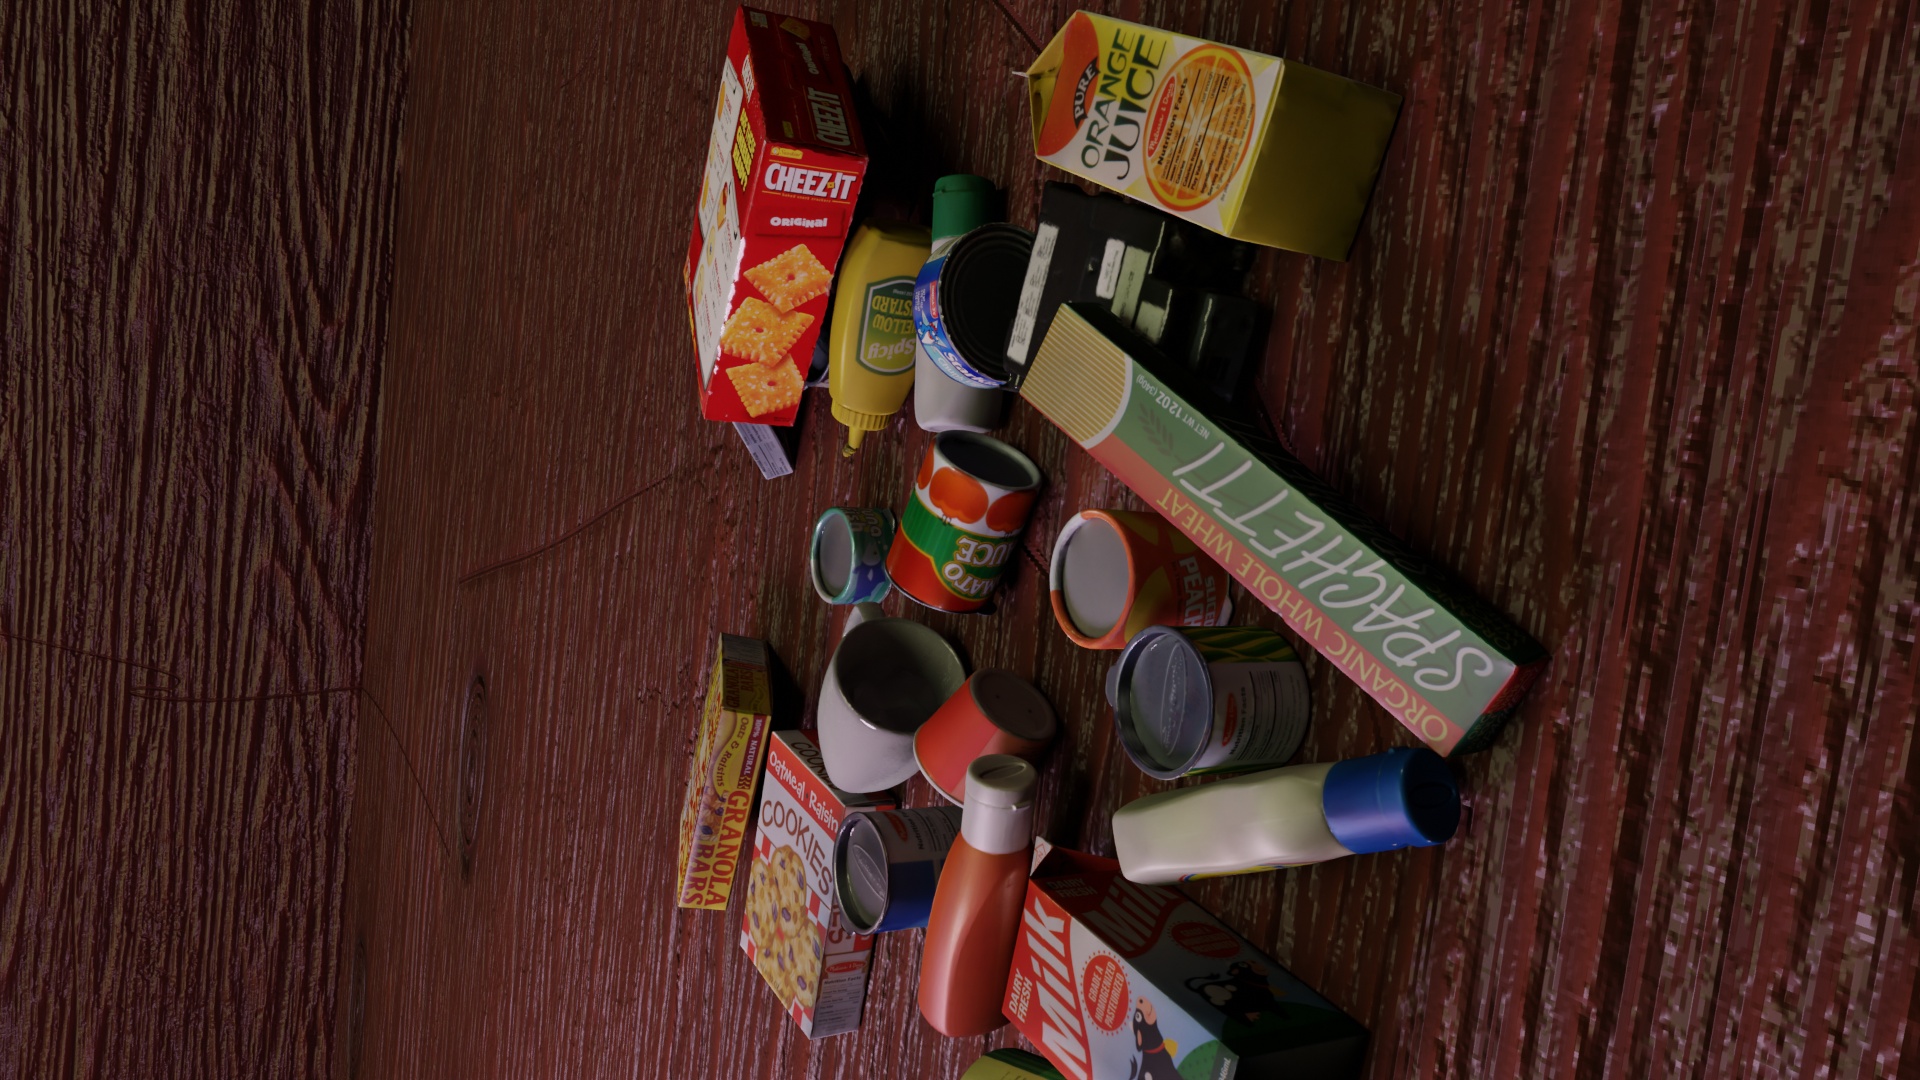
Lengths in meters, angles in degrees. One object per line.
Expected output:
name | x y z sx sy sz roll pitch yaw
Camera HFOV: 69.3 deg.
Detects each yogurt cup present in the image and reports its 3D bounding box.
yogurt cup | 0.016 0.106 0.751 0.053 0.072 0.072 -56 43 27

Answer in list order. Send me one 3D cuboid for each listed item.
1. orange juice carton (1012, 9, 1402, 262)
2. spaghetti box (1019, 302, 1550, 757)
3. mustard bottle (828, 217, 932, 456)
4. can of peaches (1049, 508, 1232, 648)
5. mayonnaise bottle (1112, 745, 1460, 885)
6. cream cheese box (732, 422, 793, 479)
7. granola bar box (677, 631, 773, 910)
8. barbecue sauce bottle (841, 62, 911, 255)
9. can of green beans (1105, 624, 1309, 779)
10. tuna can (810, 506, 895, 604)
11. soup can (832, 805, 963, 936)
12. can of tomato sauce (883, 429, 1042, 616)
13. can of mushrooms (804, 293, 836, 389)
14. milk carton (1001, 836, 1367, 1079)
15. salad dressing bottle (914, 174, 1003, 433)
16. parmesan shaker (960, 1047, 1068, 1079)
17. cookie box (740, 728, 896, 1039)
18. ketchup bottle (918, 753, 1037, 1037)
orange juice carton | 0.099 -0.192 0.636 0.193 0.072 0.072 42 122 51
spaghetti box | 0.120 -0.013 0.566 0.251 0.029 0.050 44 124 30
mustard bottle | -0.052 -0.121 0.880 0.049 0.065 0.159 -121 40 -54
can of peaches | 0.084 0.019 0.654 0.071 0.058 0.071 -9 80 57
mayonnaise bottle | 0.132 0.114 0.570 0.147 0.065 0.041 -25 70 50
cream cheese box | -0.150 -0.092 1.014 0.103 0.024 0.053 70 -179 -62
granola bar box | -0.176 0.170 1.035 0.124 0.039 0.165 -115 37 -67
barbecue sauce bottle | -0.075 -0.265 0.944 0.064 0.044 0.149 -46 50 41
can of green beans | 0.109 0.070 0.610 0.071 0.058 0.071 -7 82 57
tuna can | -0.071 0.008 0.922 0.071 0.033 0.071 -6 83 58
soup can | -0.021 0.186 0.781 0.071 0.084 0.071 -8 81 58
can of tomato sauce | 0.003 -0.010 0.778 0.071 0.071 0.082 52 129 46
can of mushrooms | -0.088 -0.136 0.963 0.071 0.033 0.071 -7 82 57
milk carton | 0.082 0.206 0.627 0.191 0.073 0.072 26 109 56
salad dressing bottle | 0.000 -0.138 0.815 0.064 0.044 0.147 -4 83 58
parmesan shaker | 0.050 0.289 0.680 0.103 0.071 0.071 -11 78 58
cookie box | -0.099 0.227 0.941 0.123 0.040 0.167 28 112 55
ketchup bottle | 0.015 0.185 0.725 0.043 0.065 0.148 31 122 48
